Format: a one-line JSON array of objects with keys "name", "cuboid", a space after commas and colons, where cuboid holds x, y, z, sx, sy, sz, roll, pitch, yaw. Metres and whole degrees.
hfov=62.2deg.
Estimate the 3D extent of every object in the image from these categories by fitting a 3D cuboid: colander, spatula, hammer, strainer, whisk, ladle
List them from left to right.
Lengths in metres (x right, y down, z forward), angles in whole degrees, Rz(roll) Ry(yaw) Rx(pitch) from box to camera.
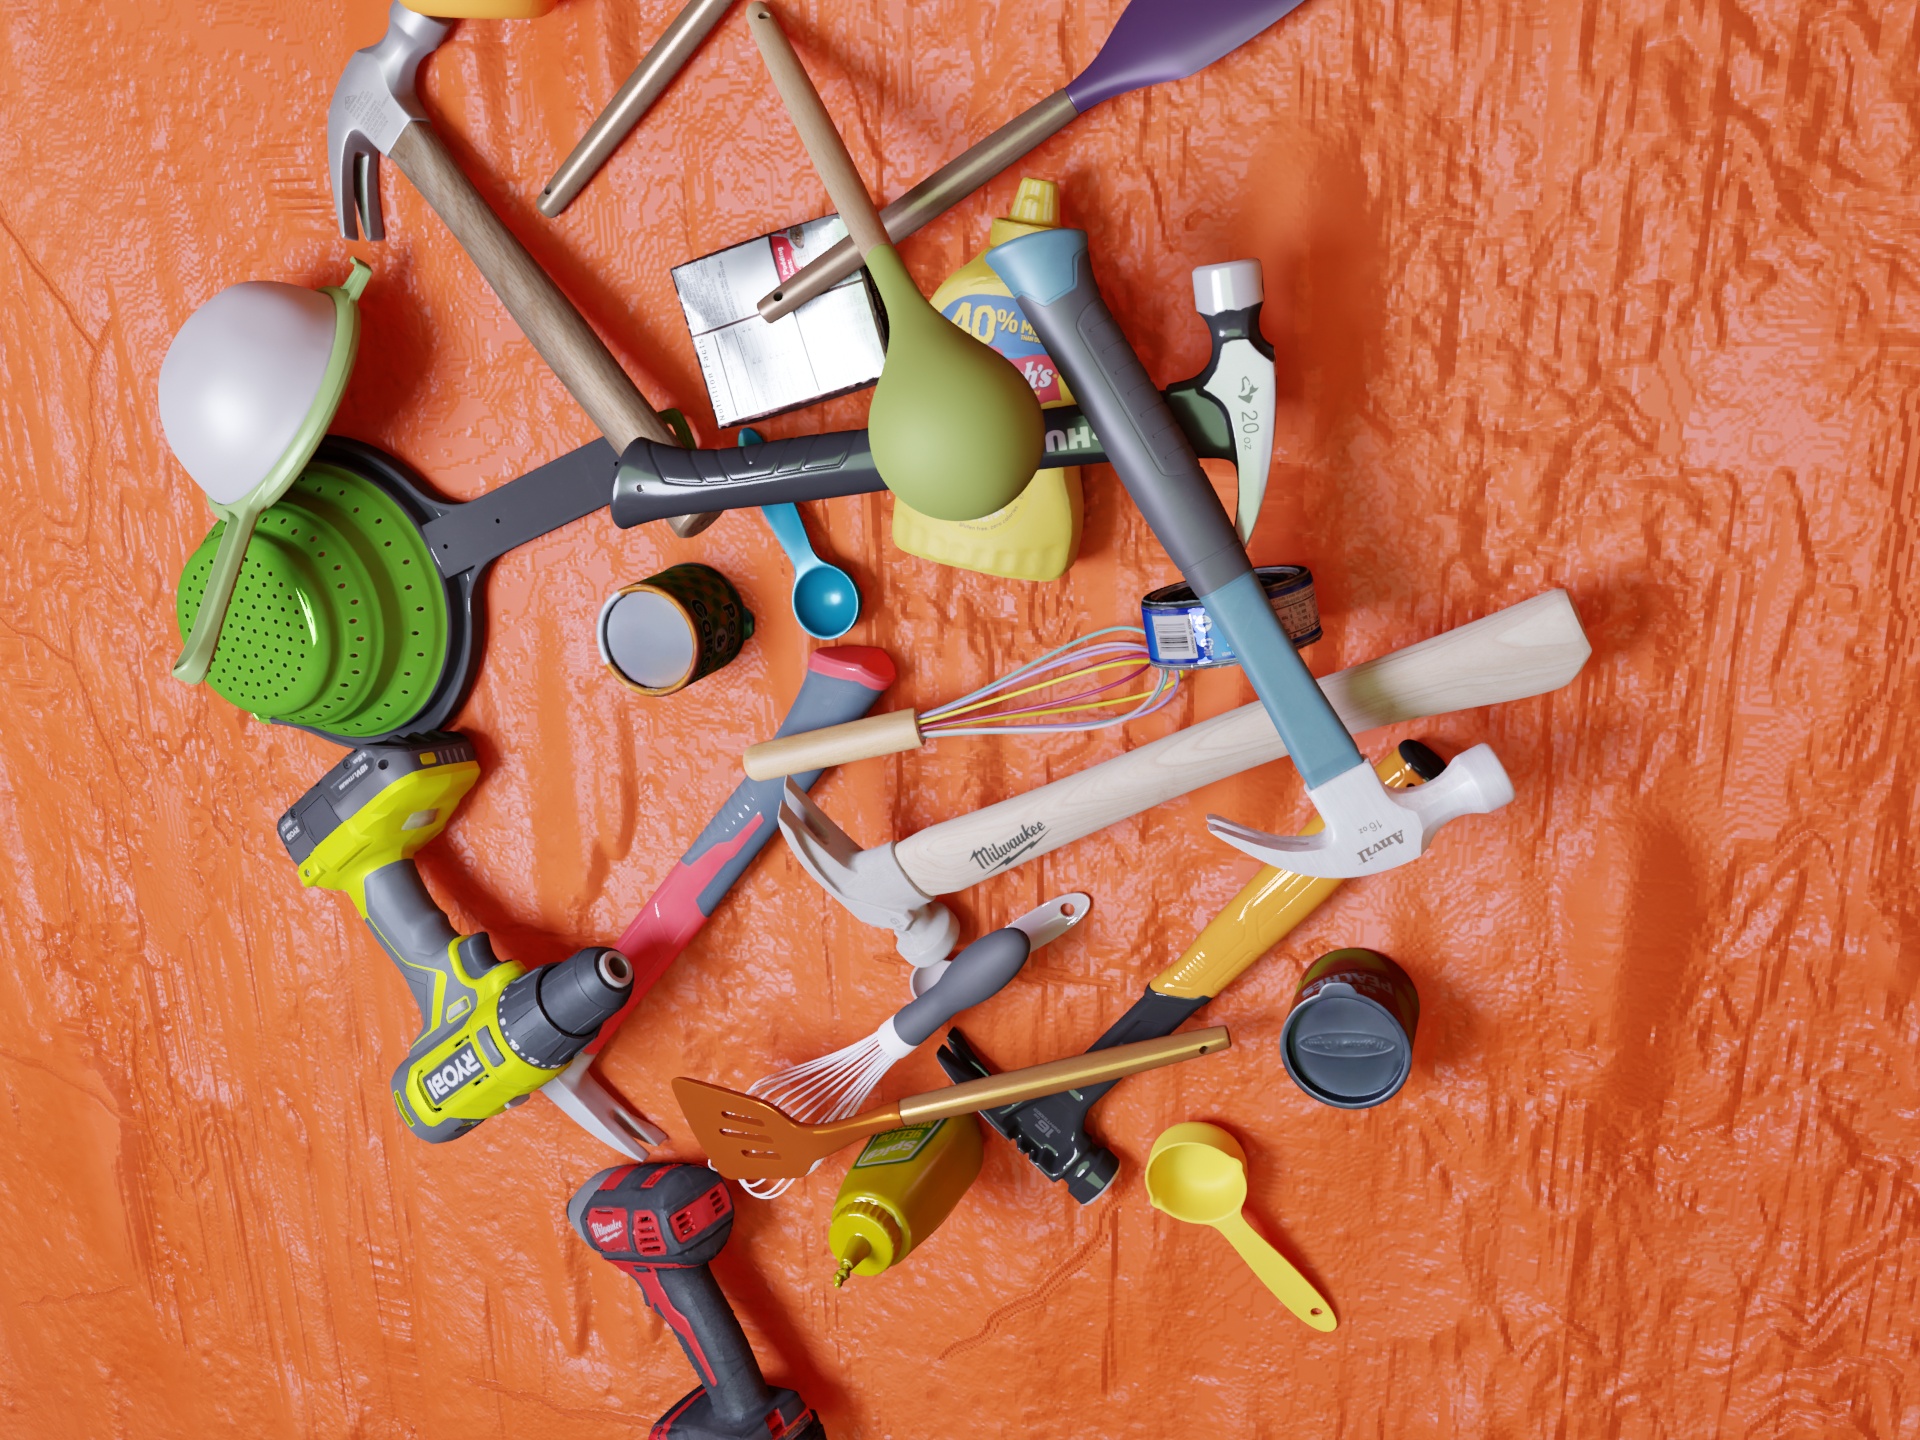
[{"name": "strainer", "cuboid": [-0.412, -0.145, 0.873, 0.151, 0.069, 0.257, -17, 57, 37]}, {"name": "colander", "cuboid": [-0.332, -0.091, 0.934, 0.397, 0.094, 0.204, -20, 99, 25]}, {"name": "hammer", "cuboid": [-0.238, -0.233, 0.870, 0.130, 0.031, 0.331, -43, 81, 29]}, {"name": "hammer", "cuboid": [-0.148, 0.110, 0.960, 0.143, 0.038, 0.386, 42, 116, 3]}, {"name": "ladle", "cuboid": [-0.046, -0.227, 0.748, 0.078, 0.062, 0.320, -19, 62, -10]}, {"name": "whisk", "cuboid": [-0.056, 0.200, 0.930, 0.070, 0.070, 0.284, 47, 121, 1]}, {"name": "hammer", "cuboid": [-0.014, -0.124, 0.771, 0.335, 0.035, 0.146, -5, 106, 14]}, {"name": "spatula", "cuboid": [-0.008, 0.206, 0.887, 0.322, 0.041, 0.081, -16, 116, 12]}, {"name": "whisk", "cuboid": [-0.002, -0.004, 0.848, 0.245, 0.047, 0.051, -12, 97, 13]}, {"name": "spatula", "cuboid": [0.030, -0.283, 0.759, 0.316, 0.018, 0.060, -31, 76, 16]}, {"name": "hammer", "cuboid": [0.103, 0.018, 0.802, 0.410, 0.038, 0.146, -23, 129, 24]}, {"name": "hammer", "cuboid": [0.129, 0.127, 0.865, 0.127, 0.034, 0.336, 43, 116, 2]}, {"name": "hammer", "cuboid": [0.114, -0.075, 0.715, 0.128, 0.033, 0.331, -30, 96, 10]}]

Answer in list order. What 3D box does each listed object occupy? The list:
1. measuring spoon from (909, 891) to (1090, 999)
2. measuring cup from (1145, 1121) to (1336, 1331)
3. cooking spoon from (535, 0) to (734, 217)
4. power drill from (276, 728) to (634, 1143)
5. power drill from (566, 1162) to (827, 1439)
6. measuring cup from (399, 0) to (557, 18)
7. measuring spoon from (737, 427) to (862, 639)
[{"name": "measuring spoon", "cuboid": [0.024, 0.130, 0.918, 0.124, 0.018, 0.034, -33, 93, 19]}, {"name": "measuring cup", "cuboid": [0.166, 0.290, 0.912, 0.062, 0.029, 0.156, -35, 104, 26]}, {"name": "cooking spoon", "cuboid": [-0.122, -0.369, 0.805, 0.319, 0.017, 0.069, -39, 64, 29]}, {"name": "power drill", "cuboid": [-0.306, 0.123, 0.973, 0.190, 0.080, 0.228, -36, 79, 27]}, {"name": "power drill", "cuboid": [-0.182, 0.391, 1.032, 0.143, 0.078, 0.219, -15, 97, 42]}, {"name": "measuring cup", "cuboid": [-0.284, -0.399, 0.836, 0.174, 0.095, 0.052, 16, 119, 30]}, {"name": "measuring spoon", "cuboid": [-0.090, -0.106, 0.887, 0.042, 0.021, 0.128, -27, 86, 27]}]
